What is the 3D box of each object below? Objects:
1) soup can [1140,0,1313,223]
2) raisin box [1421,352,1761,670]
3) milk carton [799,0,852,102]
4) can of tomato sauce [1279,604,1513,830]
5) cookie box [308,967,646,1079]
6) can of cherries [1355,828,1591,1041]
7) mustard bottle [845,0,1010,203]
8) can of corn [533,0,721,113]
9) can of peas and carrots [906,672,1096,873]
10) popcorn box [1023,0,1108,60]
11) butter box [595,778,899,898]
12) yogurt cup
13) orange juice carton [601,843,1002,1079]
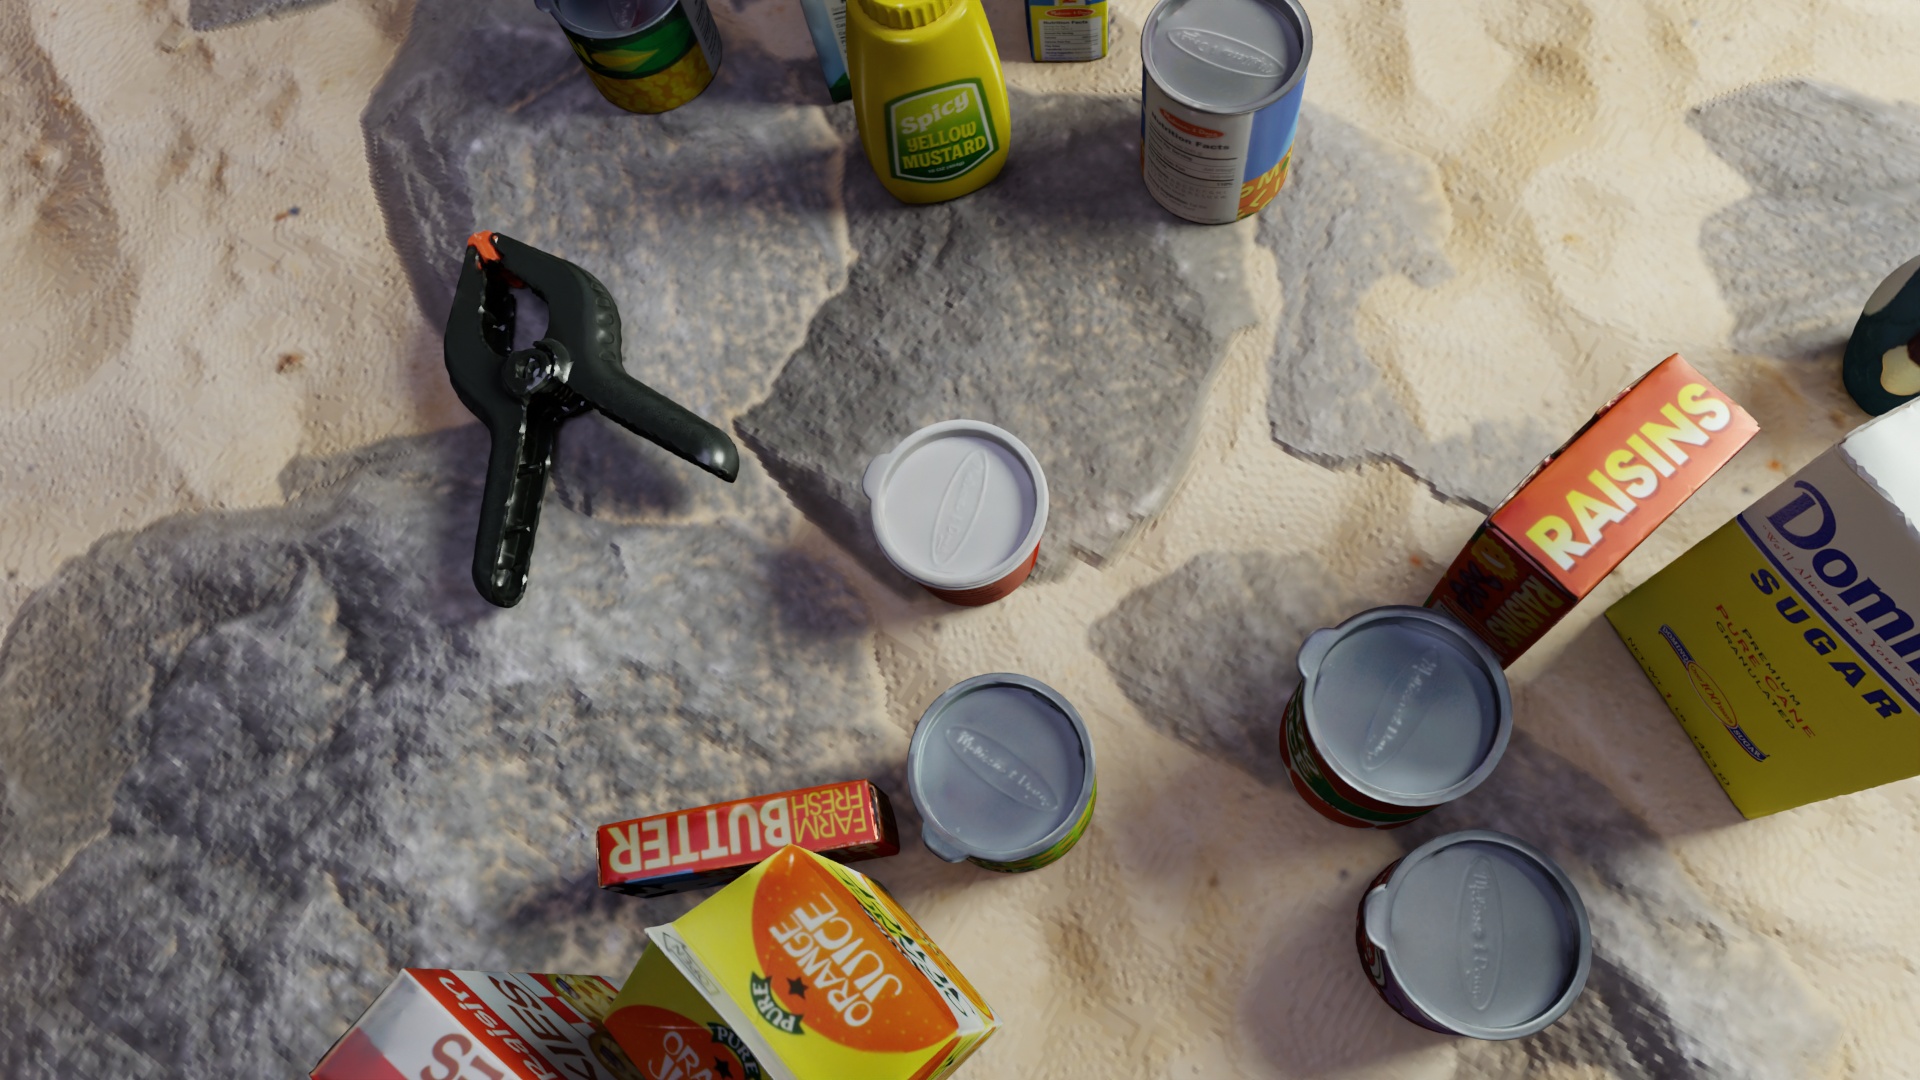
[{"bbox_3d":[0.109,-0.183,0.577,0.071,0.083,0.071,-2,72,6],"label":"soup can"},{"bbox_3d":[0.211,-0.002,0.484,0.086,0.123,0.040,-40,72,-7],"label":"raisin box"},{"bbox_3d":[-0.043,-0.273,0.569,0.073,0.190,0.072,-13,71,3],"label":"milk carton"},{"bbox_3d":[0.148,0.065,0.490,0.071,0.083,0.071,-2,72,6],"label":"can of tomato sauce"},{"bbox_3d":[-0.106,0.188,0.433,0.123,0.167,0.040,34,79,16],"label":"cookie box"},{"bbox_3d":[0.171,0.135,0.477,0.071,0.058,0.071,-2,72,6],"label":"can of cherries"},{"bbox_3d":[-0.017,-0.196,0.556,0.065,0.160,0.049,-16,71,1],"label":"mustard bottle"},{"bbox_3d":[-0.152,-0.240,0.640,0.071,0.058,0.071,-2,72,6],"label":"can of corn"},{"bbox_3d":[0.016,0.089,0.510,0.071,0.058,0.071,-2,72,6],"label":"can of peas and carrots"},{"bbox_3d":[0.047,-0.292,0.620,0.038,0.085,0.127,-2,72,6],"label":"popcorn box"},{"bbox_3d":[-0.077,0.111,0.516,0.103,0.053,0.024,-11,71,3],"label":"butter box"},{"bbox_3d":[0.002,-0.007,0.546,0.072,0.053,0.072,-2,72,6],"label":"yogurt cup"},{"bbox_3d":[-0.044,0.148,0.426,0.073,0.192,0.072,-43,72,-8],"label":"orange juice carton"}]
